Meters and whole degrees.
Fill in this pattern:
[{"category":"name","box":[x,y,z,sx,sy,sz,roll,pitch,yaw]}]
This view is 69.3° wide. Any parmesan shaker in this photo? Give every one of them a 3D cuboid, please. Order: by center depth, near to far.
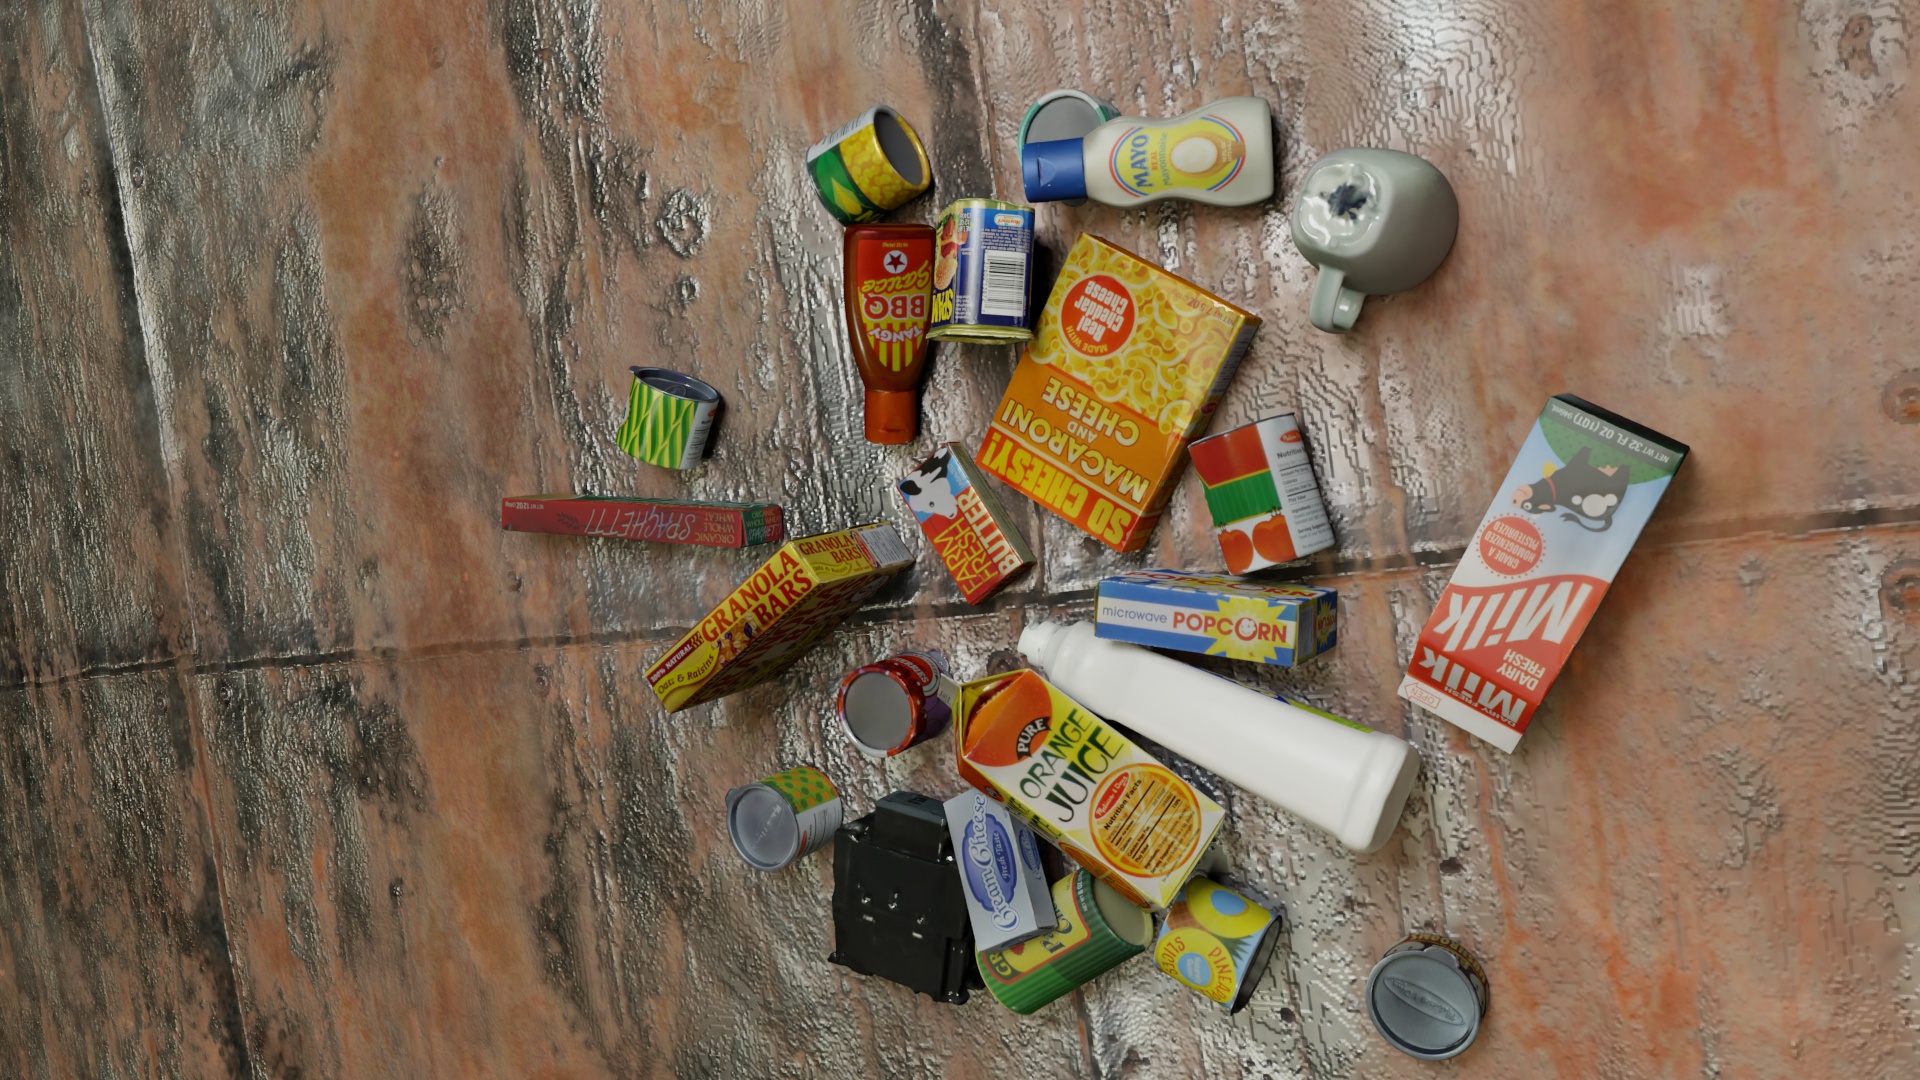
[{"category":"parmesan shaker","box":[0.069,0.262,0.927,0.102,0.071,0.071,-39,76,26]}]

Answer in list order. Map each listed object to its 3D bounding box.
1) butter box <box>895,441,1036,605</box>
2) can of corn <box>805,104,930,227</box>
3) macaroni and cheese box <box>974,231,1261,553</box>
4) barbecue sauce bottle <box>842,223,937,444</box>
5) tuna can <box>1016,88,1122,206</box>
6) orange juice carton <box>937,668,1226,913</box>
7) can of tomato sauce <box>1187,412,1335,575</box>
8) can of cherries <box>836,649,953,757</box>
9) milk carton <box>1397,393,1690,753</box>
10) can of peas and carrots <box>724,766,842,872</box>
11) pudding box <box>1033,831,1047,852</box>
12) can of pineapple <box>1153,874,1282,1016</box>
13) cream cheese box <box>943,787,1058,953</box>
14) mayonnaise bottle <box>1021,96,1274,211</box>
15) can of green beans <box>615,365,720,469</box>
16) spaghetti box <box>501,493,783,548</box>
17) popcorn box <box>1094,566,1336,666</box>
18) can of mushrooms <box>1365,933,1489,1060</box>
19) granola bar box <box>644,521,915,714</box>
[{"category":"butter box","box":[0.003,-0.012,0.958,0.053,0.024,0.103,-38,77,26]},{"category":"can of corn","box":[-0.061,-0.252,0.947,0.058,0.071,0.071,-24,84,29]},{"category":"macaroni and cheese box","box":[0.098,-0.094,0.887,0.124,0.040,0.166,33,110,23]},{"category":"barbecue sauce bottle","box":[-0.048,-0.142,0.955,0.065,0.044,0.148,-3,107,-13]},{"category":"tuna can","box":[0.071,-0.252,0.890,0.071,0.033,0.071,3,96,29]},{"category":"orange juice carton","box":[0.064,0.147,0.877,0.193,0.071,0.073,35,74,10]},{"category":"can of tomato sauce","box":[0.179,-0.027,0.833,0.071,0.071,0.083,-19,87,30]},{"category":"can of cherries","box":[-0.044,0.112,0.978,0.071,0.058,0.071,4,98,30]},{"category":"milk carton","box":[0.313,0.020,0.757,0.072,0.073,0.189,30,109,24]},{"category":"can of peas and carrots","box":[-0.133,0.205,1.038,0.071,0.059,0.071,3,96,30]},{"category":"pudding box","box":[0.044,0.170,0.950,0.050,0.030,0.083,25,107,24]},{"category":"can of pineapple","box":[0.160,0.253,0.870,0.058,0.071,0.070,23,106,27]},{"category":"cream cheese box","box":[0.025,0.213,0.915,0.053,0.024,0.104,-32,59,30]},{"category":"mayonnaise bottle","box":[0.112,-0.228,0.838,0.148,0.041,0.064,-3,104,10]},{"category":"can of green beans","box":[-0.223,-0.093,1.054,0.071,0.071,0.057,29,109,24]},{"category":"spaghetti box","box":[-0.253,-0.017,1.088,0.250,0.050,0.028,3,98,29]},{"category":"popcorn box","box":[0.155,0.044,0.842,0.126,0.085,0.038,7,97,29]},{"category":"can of mushrooms","box":[0.279,0.268,0.825,0.071,0.033,0.071,4,97,30]},{"category":"granola bar box","box":[-0.127,0.053,0.981,0.165,0.124,0.039,-40,77,27]}]
